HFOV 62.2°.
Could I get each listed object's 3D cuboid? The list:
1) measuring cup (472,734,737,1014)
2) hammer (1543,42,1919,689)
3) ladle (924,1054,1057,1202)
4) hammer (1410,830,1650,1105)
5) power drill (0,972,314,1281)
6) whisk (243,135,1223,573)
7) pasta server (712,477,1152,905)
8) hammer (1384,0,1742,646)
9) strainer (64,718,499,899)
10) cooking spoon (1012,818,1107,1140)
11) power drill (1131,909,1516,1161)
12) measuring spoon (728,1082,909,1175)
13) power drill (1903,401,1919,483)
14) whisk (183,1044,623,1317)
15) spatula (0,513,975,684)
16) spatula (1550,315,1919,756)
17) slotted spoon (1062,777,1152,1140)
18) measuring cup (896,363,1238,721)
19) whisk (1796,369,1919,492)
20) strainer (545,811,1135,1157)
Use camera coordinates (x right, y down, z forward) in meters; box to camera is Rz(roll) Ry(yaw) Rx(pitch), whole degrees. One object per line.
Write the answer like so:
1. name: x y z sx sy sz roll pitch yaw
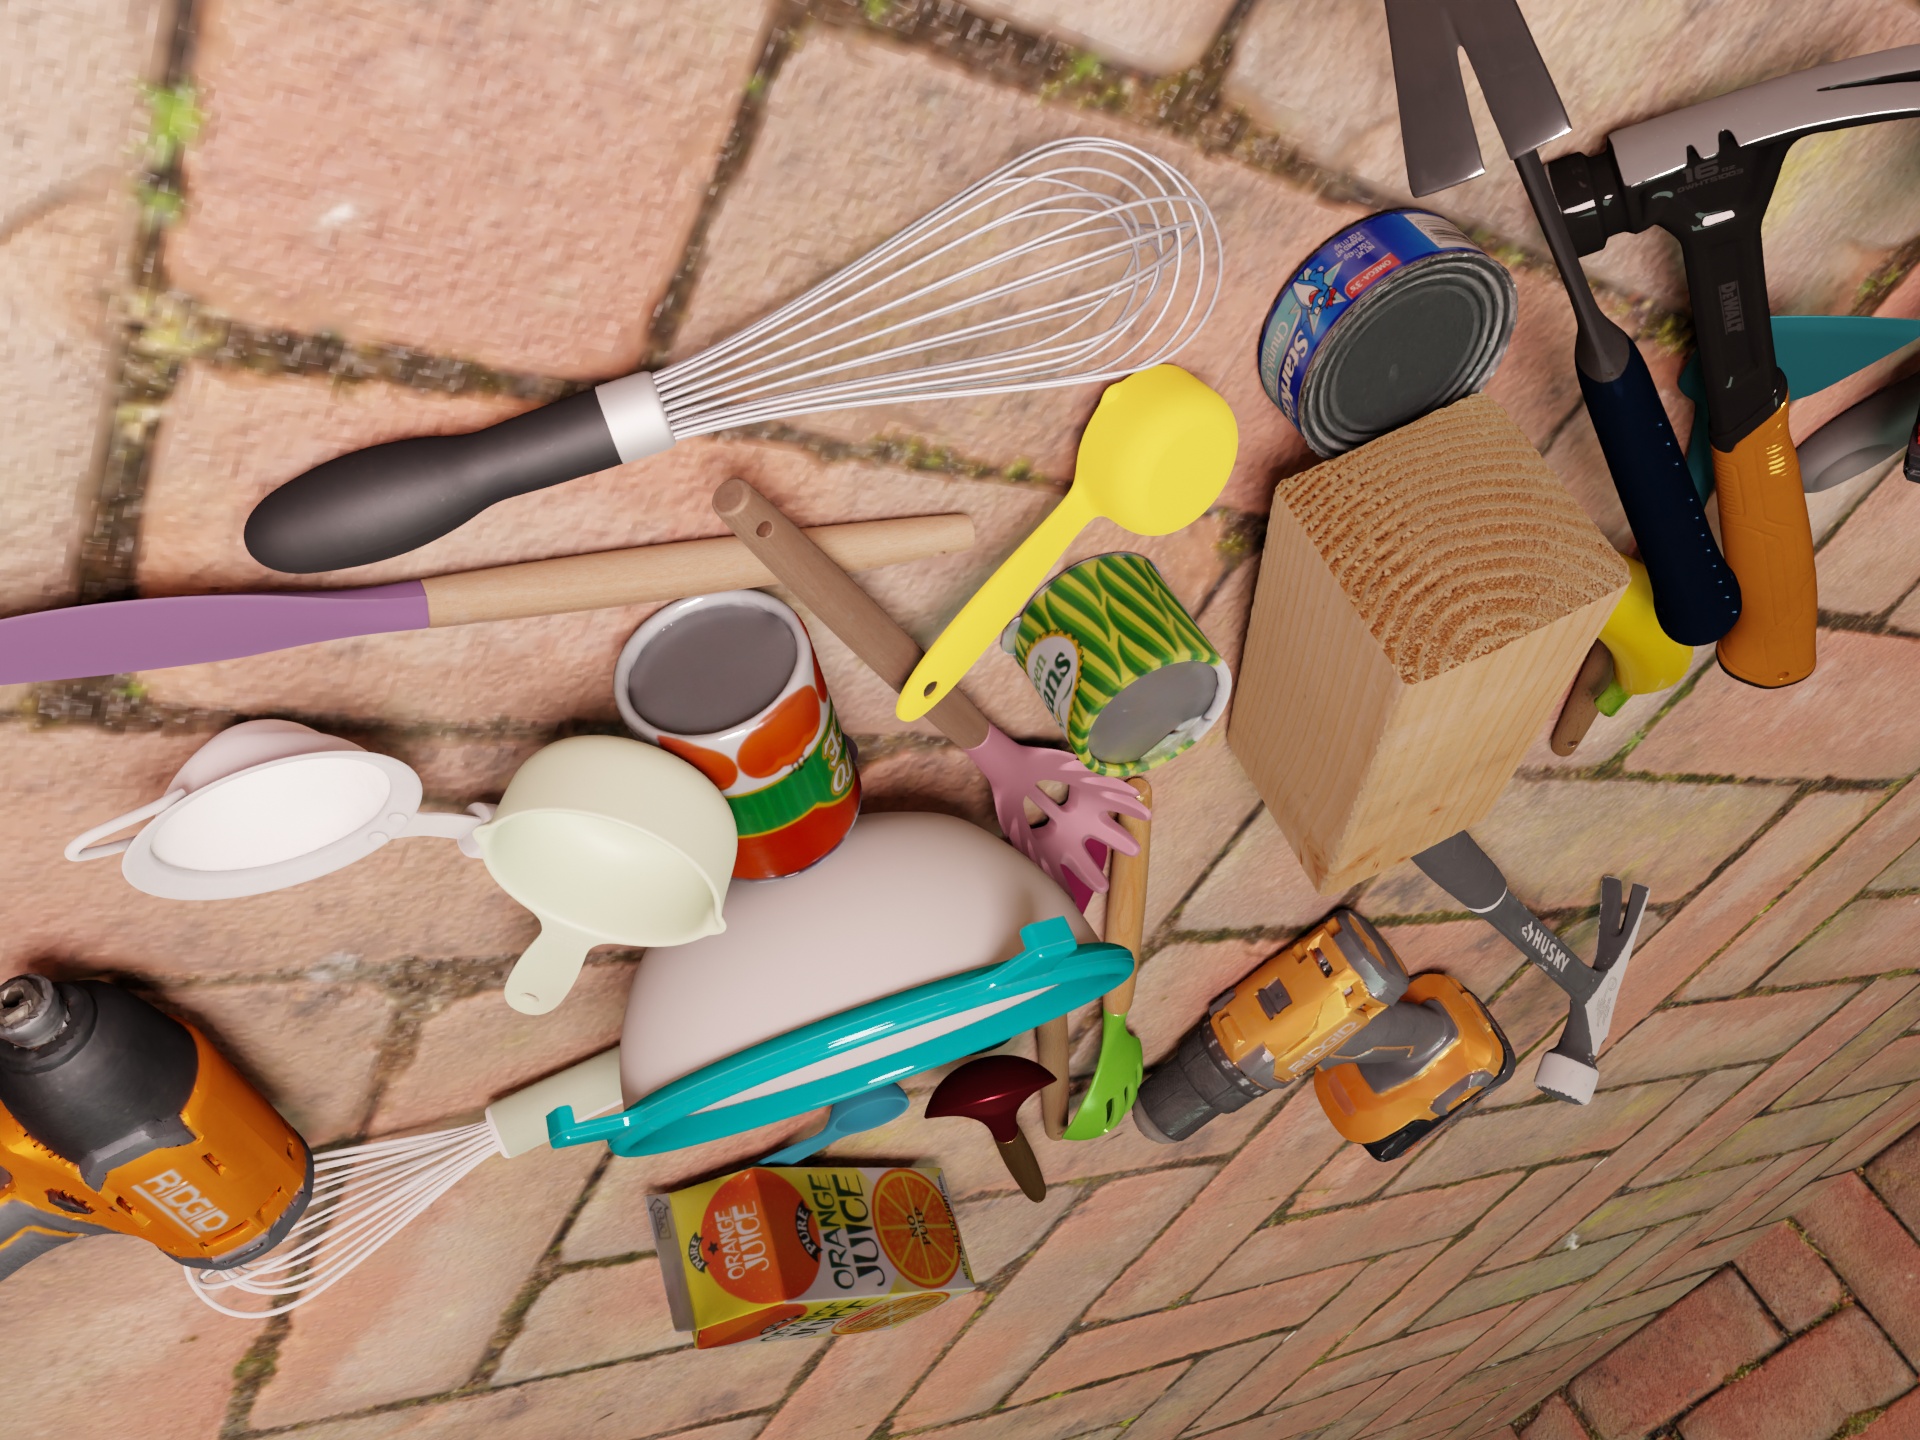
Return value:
1. measuring cup: -0.126 0.057 0.536 0.083 0.038 0.167 24 144 -14
2. hammer: 0.326 -0.112 0.637 0.127 0.034 0.336 -13 144 23
3. ladle: 0.030 0.238 0.899 0.069 0.031 0.315 -15 152 1
4. hammer: 0.312 0.102 0.915 0.408 0.036 0.149 36 74 -45
5. power drill: -0.357 0.168 0.534 0.226 0.084 0.164 -25 143 -14
6. whisk: -0.059 -0.094 0.444 0.284 0.070 0.070 -20 143 -5
7. pasta server: -0.001 -0.002 0.590 0.060 0.040 0.316 -49 147 -2
8. hammer: 0.203 -0.119 0.508 0.035 0.144 0.405 -17 149 27
9. strainer: -0.169 0.035 0.536 0.087 0.050 0.258 -37 151 27
10. cooking spoon: 0.048 0.150 0.839 0.069 0.017 0.318 -22 143 -13
11. power drill: 0.225 0.213 0.988 0.185 0.084 0.226 -43 138 18
12. measuring spoon: -0.085 0.217 0.835 0.128 0.021 0.042 -29 149 15
13. power drill: 0.405 -0.167 0.589 0.226 0.080 0.188 45 63 -53
14. whisk: -0.205 0.181 0.681 0.246 0.059 0.058 -23 -178 -16
15. spatula: -0.135 -0.039 0.480 0.316 0.018 0.060 -11 170 -27
16. spatula: 0.331 -0.074 0.744 0.082 0.044 0.317 1 142 0
17. slotted spoon: 0.083 0.136 0.834 0.070 0.031 0.313 -44 150 -32
18. measuring cup: 0.037 -0.054 0.544 0.156 0.029 0.062 -49 143 -3
19. whisk: 0.514 -0.193 0.719 0.296 0.073 0.073 -34 144 17
20. strainer: -0.032 0.104 0.685 0.211 0.095 0.340 -22 166 8
